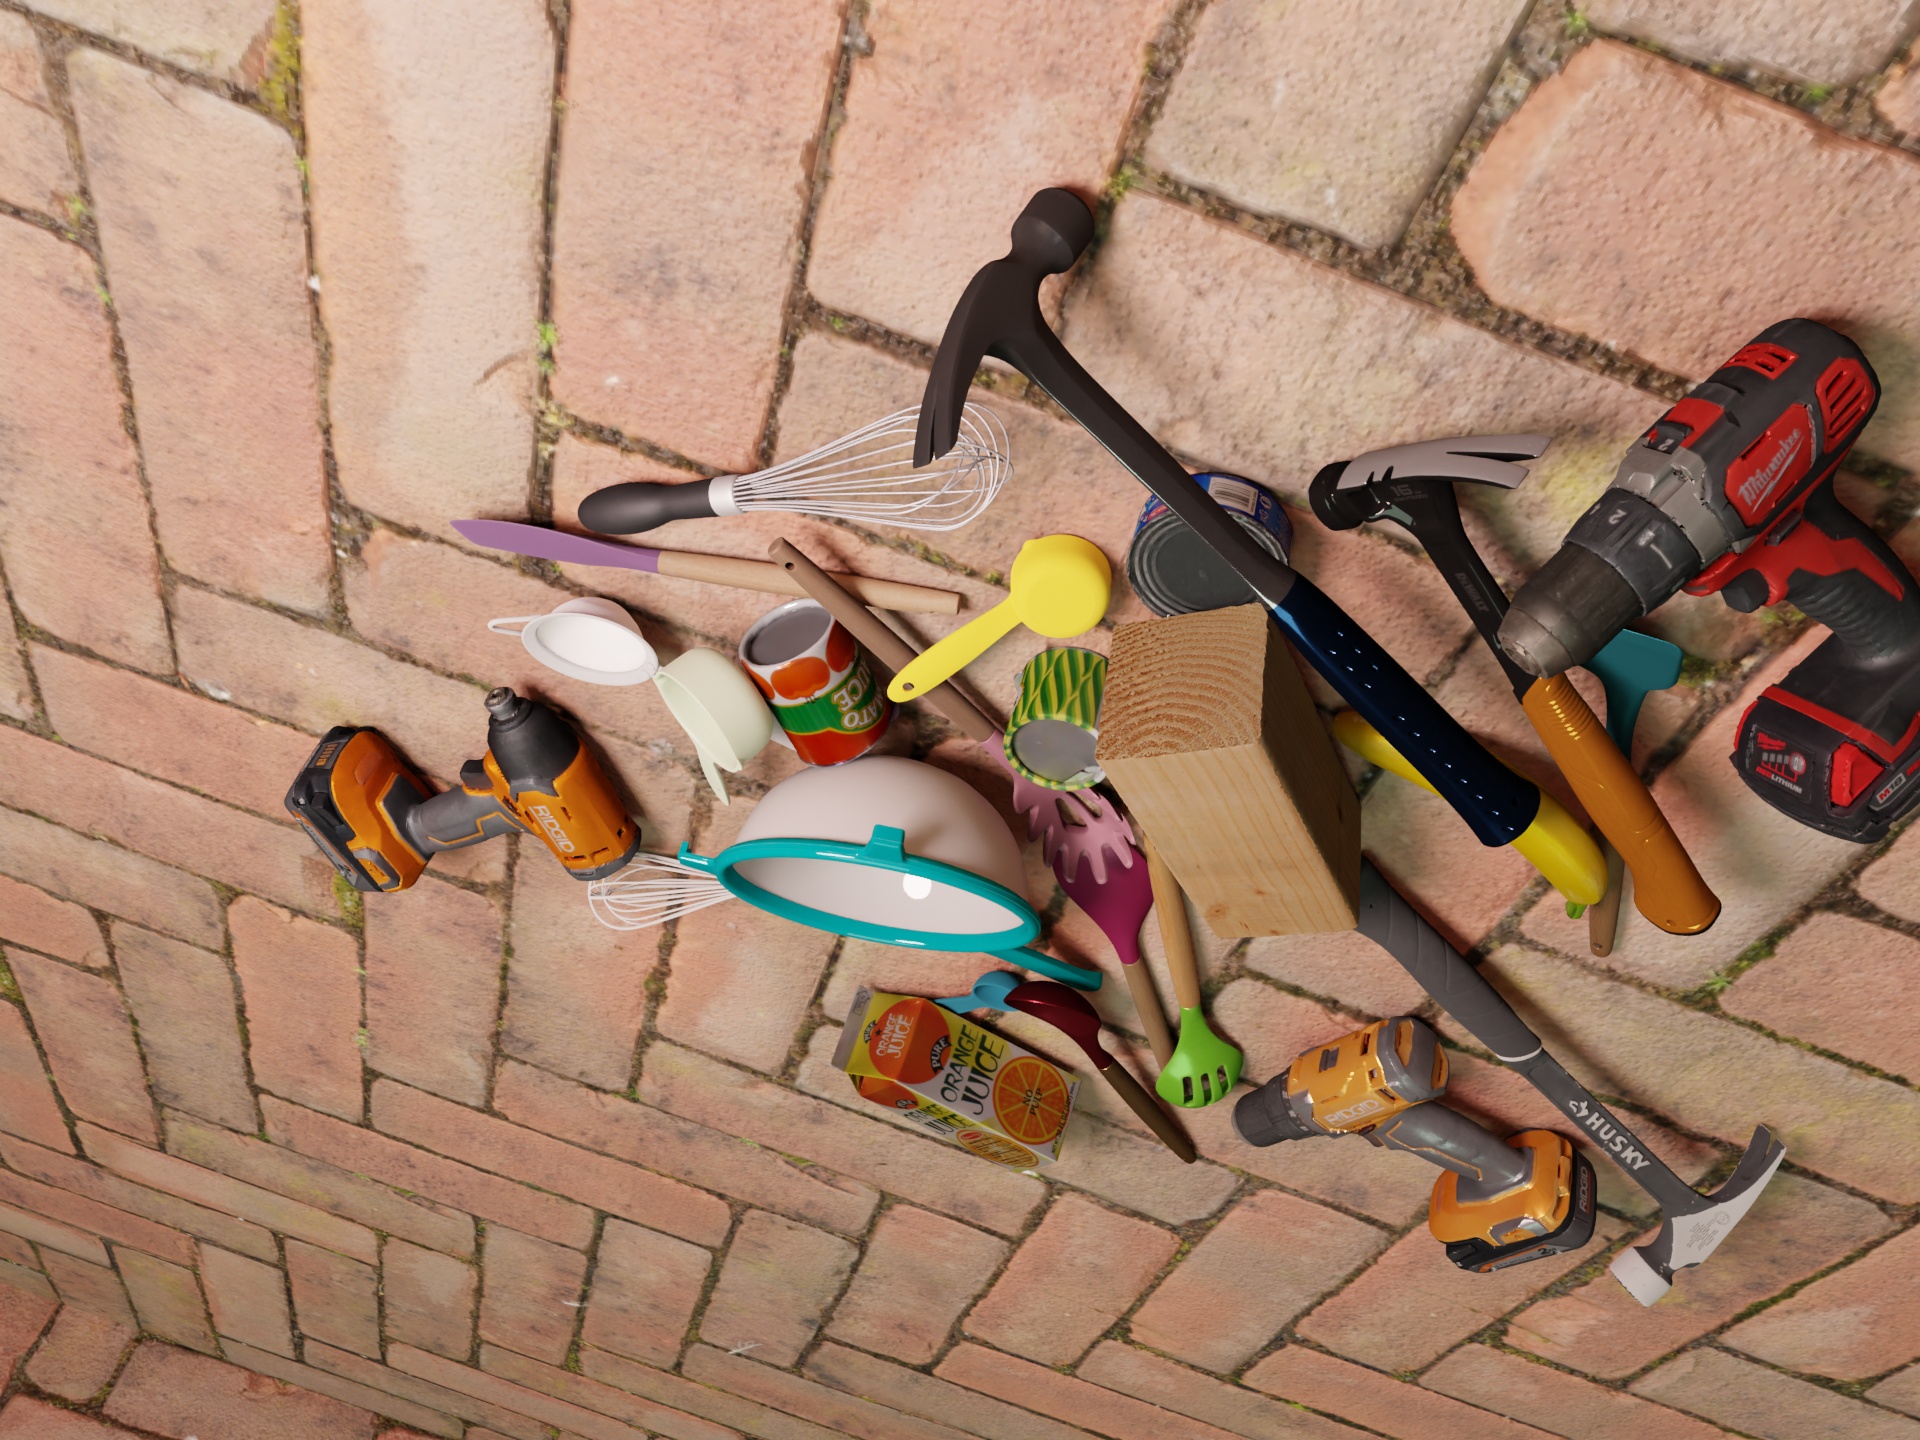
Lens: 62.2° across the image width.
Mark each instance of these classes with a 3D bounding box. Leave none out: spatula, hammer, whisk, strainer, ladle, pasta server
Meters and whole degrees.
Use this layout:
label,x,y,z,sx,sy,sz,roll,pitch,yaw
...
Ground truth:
label,x,y,z,sx,sy,sz,roll,pitch,yaw
spatula,-0.155,-0.092,0.950,0.316,0.018,0.059,9,167,8
hammer,0.311,-0.007,0.811,0.336,0.034,0.127,49,156,-23
hammer,0.389,0.228,1.060,0.408,0.036,0.149,43,98,-16
whisk,-0.100,-0.126,0.874,0.285,0.070,0.070,-3,134,29
strainer,-0.172,-0.023,1.020,0.258,0.050,0.087,27,148,-17
hammer,0.146,-0.066,0.775,0.405,0.144,0.035,40,159,-20
strainer,-0.005,0.100,1.068,0.211,0.095,0.340,-8,154,41
ladle,0.121,0.273,1.216,0.069,0.031,0.315,2,146,35
spatula,0.363,0.045,0.898,0.082,0.044,0.317,21,147,35
whisk,-0.164,0.122,1.169,0.246,0.059,0.057,-4,172,17
pasta server,-0.002,-0.003,0.966,0.060,0.040,0.316,-34,122,23

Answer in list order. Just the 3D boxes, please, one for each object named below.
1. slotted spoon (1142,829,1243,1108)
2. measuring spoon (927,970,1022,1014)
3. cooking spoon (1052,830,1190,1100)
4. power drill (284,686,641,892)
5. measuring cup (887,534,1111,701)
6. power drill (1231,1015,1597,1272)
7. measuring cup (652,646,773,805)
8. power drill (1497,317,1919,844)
label,x,y,z,sx,sy,sz,roll,pitch,yaw
slotted spoon,0.157,0.183,1.127,0.070,0.031,0.313,-18,130,-2
measuring spoon,0.003,0.211,1.229,0.042,0.021,0.128,38,144,-26
cooking spoon,0.129,0.187,1.151,0.069,0.017,0.318,-4,133,21
power drill,-0.360,0.048,1.135,0.226,0.084,0.164,-6,132,19
measuring cup,0.018,-0.047,0.903,0.156,0.029,0.062,-34,118,23
power drill,0.329,0.317,1.176,0.226,0.084,0.185,37,136,-14
measuring cup,-0.146,0.010,0.997,0.083,0.038,0.167,44,161,17
power drill,0.361,-0.042,0.723,0.188,0.080,0.226,-45,116,3
